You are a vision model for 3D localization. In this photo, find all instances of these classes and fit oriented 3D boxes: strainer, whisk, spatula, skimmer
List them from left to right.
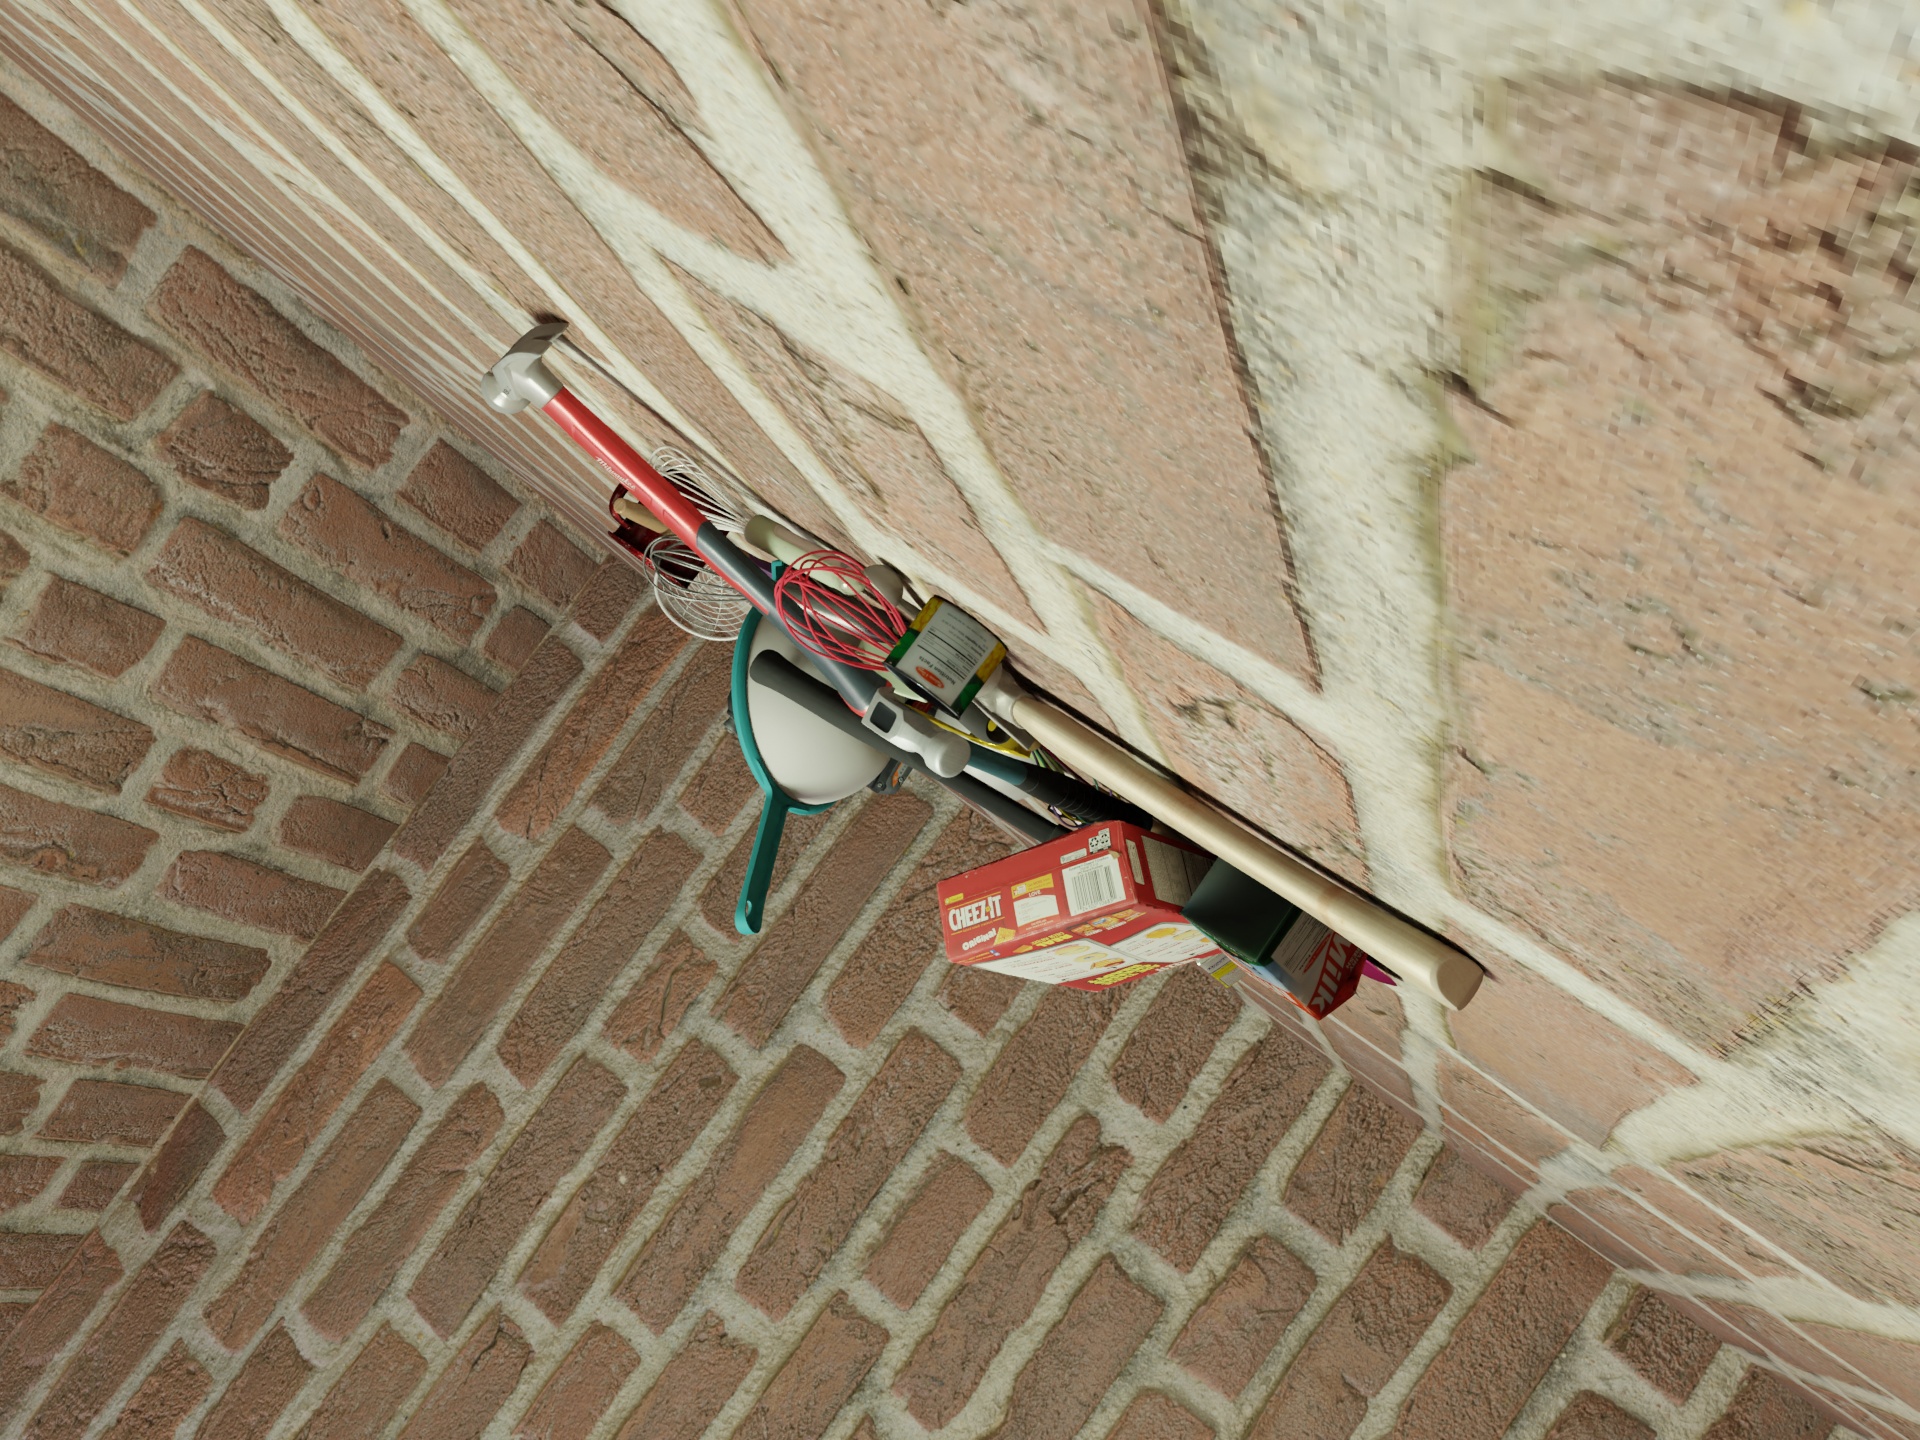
[{"bbox_3d":[-0.206,-0.149,1.413,0.060,0.018,0.315,32,-174,26],"label":"spatula"},{"bbox_3d":[-0.166,-0.154,1.246,0.246,0.059,0.058,29,-151,30],"label":"whisk"},{"bbox_3d":[-0.151,-0.102,1.316,0.239,0.055,0.055,18,172,8],"label":"whisk"},{"bbox_3d":[-0.184,-0.091,1.672,0.364,0.090,0.127,30,141,39],"label":"skimmer"},{"bbox_3d":[-0.120,0.031,1.401,0.095,0.341,0.210,-6,144,26],"label":"strainer"},{"bbox_3d":[-0.042,-0.046,1.208,0.073,0.073,0.295,32,177,42],"label":"whisk"},{"bbox_3d":[-0.005,0.010,1.485,0.152,0.069,0.256,32,173,46],"label":"strainer"},{"bbox_3d":[0.073,0.025,1.317,0.047,0.051,0.244,7,154,35],"label":"whisk"}]

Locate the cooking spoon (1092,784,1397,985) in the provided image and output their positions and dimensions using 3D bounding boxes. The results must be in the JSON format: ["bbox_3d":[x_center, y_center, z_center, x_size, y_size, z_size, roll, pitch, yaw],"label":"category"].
[{"bbox_3d":[0.231,0.137,1.347,0.319,0.017,0.068,33,176,32],"label":"cooking spoon"}]

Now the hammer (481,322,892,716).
[{"bbox_3d":[-0.187,-0.139,1.193,0.386,0.038,0.143,43,158,-21],"label":"hammer"}]

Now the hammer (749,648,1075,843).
[{"bbox_3d":[-0.027,0.035,1.308,0.335,0.035,0.146,30,-177,6],"label":"hammer"}]

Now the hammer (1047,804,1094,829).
[{"bbox_3d":[0.159,0.122,1.524,0.130,0.031,0.331,35,179,-3],"label":"hammer"}]

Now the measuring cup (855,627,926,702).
[{"bbox_3d":[-0.025,-0.051,1.324,0.083,0.038,0.168,35,160,-31],"label":"measuring cup"}]

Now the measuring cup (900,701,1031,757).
[{"bbox_3d":[-0.002,-0.004,1.375,0.156,0.029,0.062,23,174,-29],"label":"measuring cup"}]

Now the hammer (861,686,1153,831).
[{"bbox_3d":[0.049,0.043,1.219,0.128,0.033,0.330,31,-175,42],"label":"hammer"}]

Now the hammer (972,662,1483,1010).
[{"bbox_3d":[0.169,0.074,1.087,0.411,0.038,0.146,33,176,31],"label":"hammer"}]

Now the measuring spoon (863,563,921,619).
[{"bbox_3d":[-0.037,-0.088,1.140,0.034,0.018,0.124,51,-173,20],"label":"measuring spoon"}]

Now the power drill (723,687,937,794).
[{"bbox_3d":[-0.152,-0.008,1.820,0.226,0.164,0.084,35,175,-7],"label":"power drill"}]
